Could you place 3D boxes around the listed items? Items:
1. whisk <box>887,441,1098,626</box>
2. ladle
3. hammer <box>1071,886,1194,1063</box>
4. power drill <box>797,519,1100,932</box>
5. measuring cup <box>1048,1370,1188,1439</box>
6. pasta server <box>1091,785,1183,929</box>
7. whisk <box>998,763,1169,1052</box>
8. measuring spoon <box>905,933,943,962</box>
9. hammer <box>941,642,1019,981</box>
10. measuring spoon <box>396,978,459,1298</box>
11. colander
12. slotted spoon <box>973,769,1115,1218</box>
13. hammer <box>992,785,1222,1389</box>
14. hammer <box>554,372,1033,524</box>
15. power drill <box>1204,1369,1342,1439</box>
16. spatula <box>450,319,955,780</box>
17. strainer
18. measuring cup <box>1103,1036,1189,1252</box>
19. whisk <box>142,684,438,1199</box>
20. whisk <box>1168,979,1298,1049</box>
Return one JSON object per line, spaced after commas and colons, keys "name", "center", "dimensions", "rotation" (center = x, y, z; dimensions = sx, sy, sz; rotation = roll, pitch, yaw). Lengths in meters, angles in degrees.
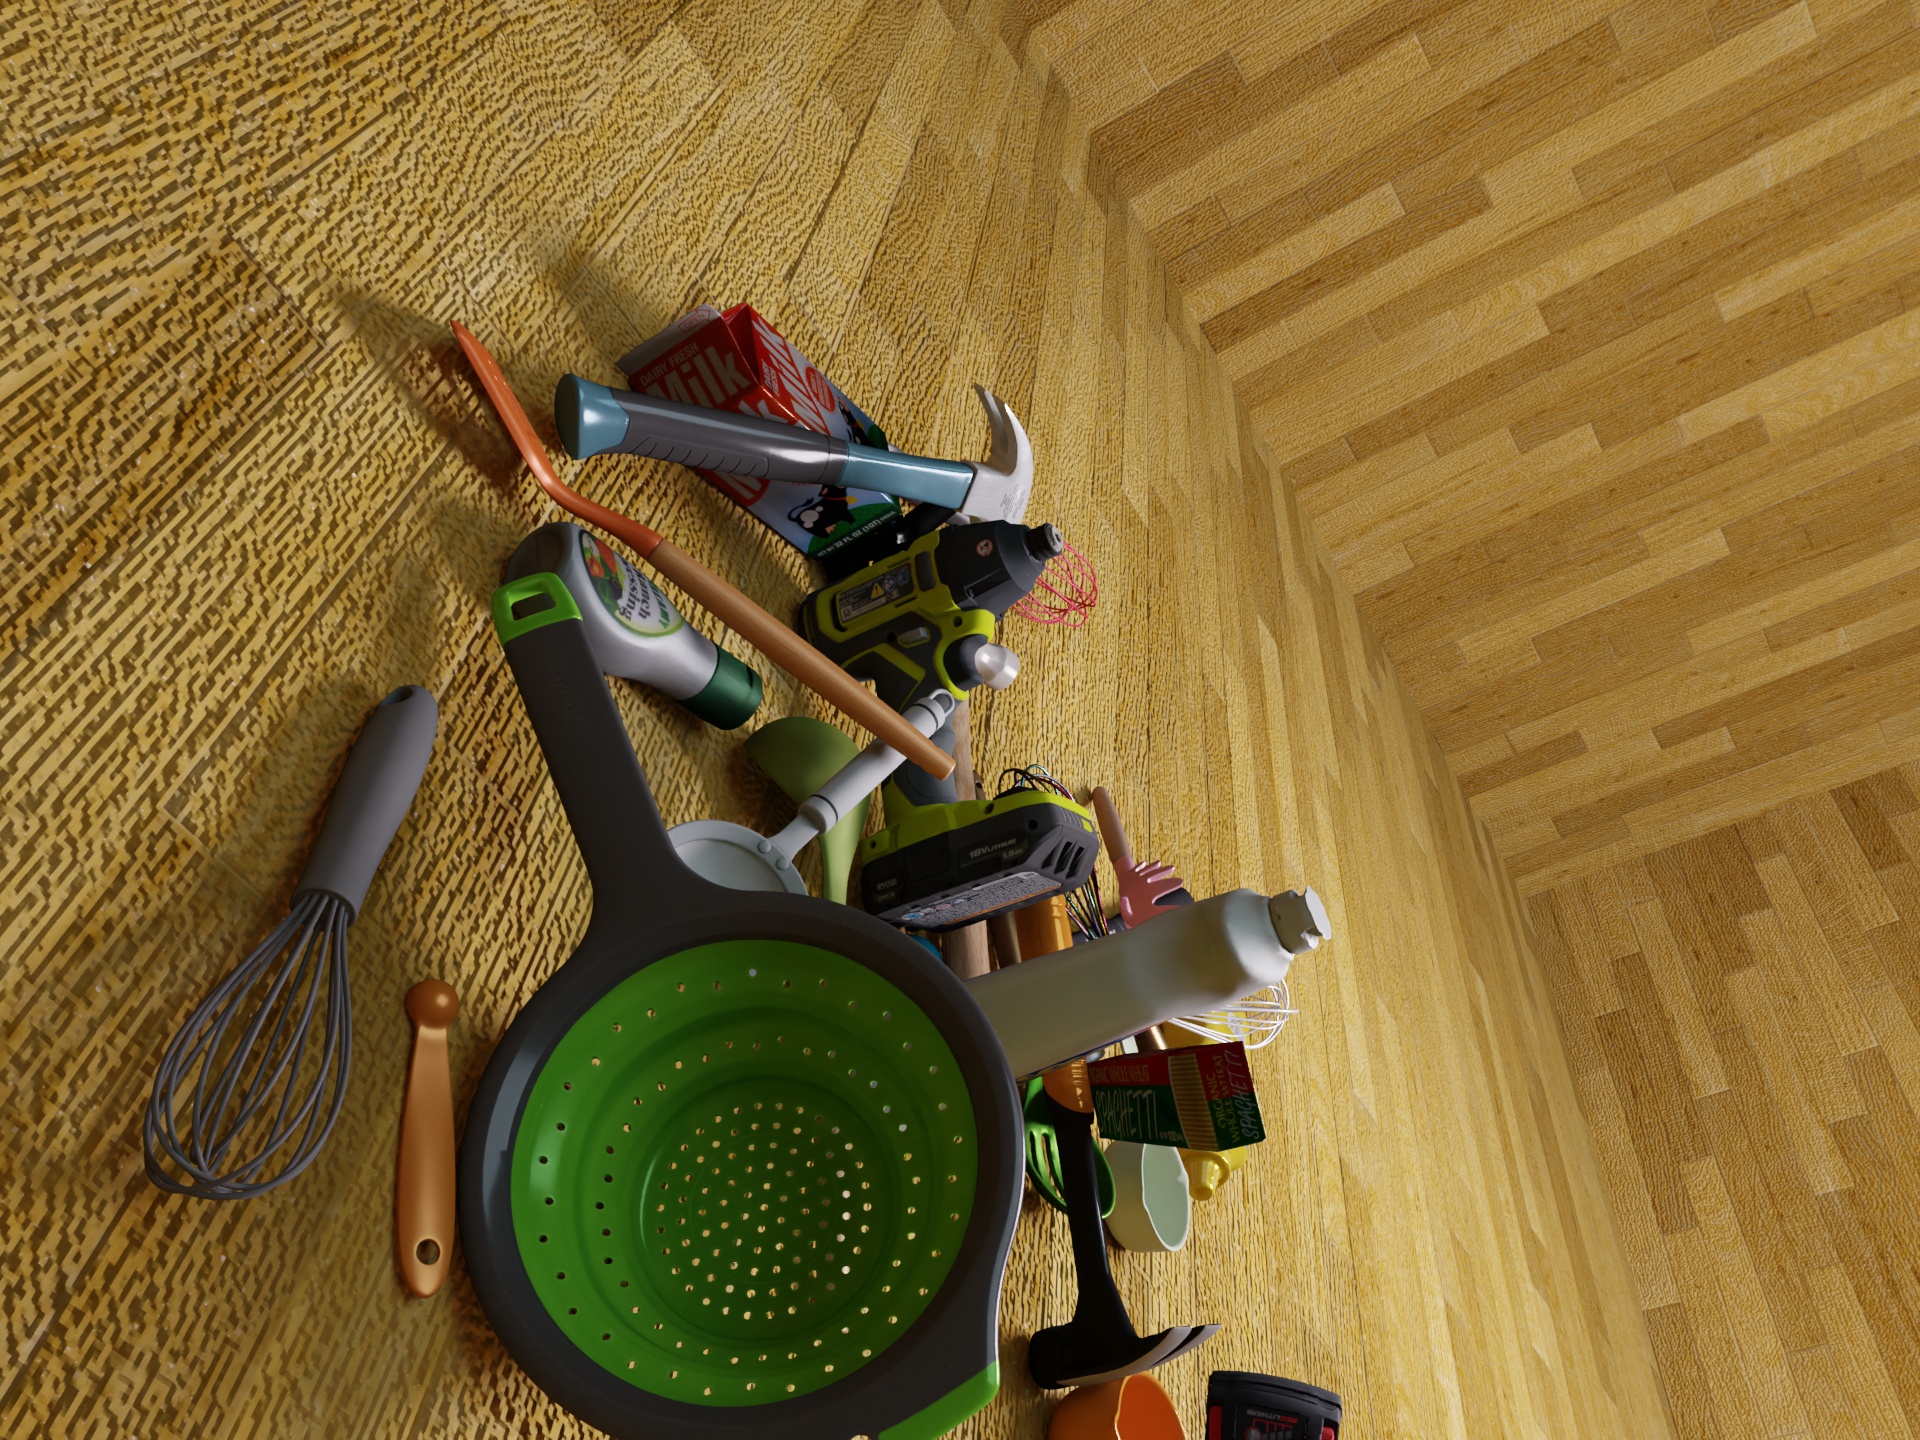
{"name": "whisk", "center": [0.020, -0.149, 1.270], "dimensions": [0.295, 0.073, 0.073], "rotation": [30, 41, -45]}
{"name": "ladle", "center": [-0.075, 0.140, 0.799], "dimensions": [0.078, 0.062, 0.320], "rotation": [36, 43, -49]}
{"name": "hammer", "center": [0.117, 0.156, 1.197], "dimensions": [0.334, 0.035, 0.146], "rotation": [-3, 70, -66]}
{"name": "power drill", "center": [-0.001, -0.003, 0.927], "dimensions": [0.080, 0.171, 0.223], "rotation": [26, 47, -56]}
{"name": "measuring cup", "center": [0.083, 0.430, 0.825], "dimensions": [0.095, 0.052, 0.174], "rotation": [48, 30, -36]}
{"name": "pasta server", "center": [0.124, 0.097, 1.164], "dimensions": [0.316, 0.040, 0.060], "rotation": [-93, 176, -76]}
{"name": "whisk", "center": [0.084, 0.130, 1.050], "dimensions": [0.244, 0.047, 0.051], "rotation": [64, 24, -22]}
{"name": "measuring spoon", "center": [-0.028, 0.133, 0.871], "dimensions": [0.128, 0.021, 0.042], "rotation": [50, 23, -76]}
{"name": "hammer", "center": [-0.004, 0.058, 1.020], "dimensions": [0.129, 0.031, 0.332], "rotation": [32, 41, -38]}
{"name": "measuring spoon", "center": [-0.187, 0.144, 0.563], "dimensions": [0.021, 0.011, 0.117], "rotation": [17, 48, -36]}
{"name": "colander", "center": [-0.113, 0.112, 0.648], "dimensions": [0.094, 0.204, 0.397], "rotation": [92, -27, -60]}
{"name": "slotted spoon", "center": [0.038, 0.168, 1.020], "dimensions": [0.070, 0.031, 0.314], "rotation": [15, 49, -40]}
{"name": "hammer", "center": [0.061, 0.190, 0.897], "dimensions": [0.034, 0.127, 0.337], "rotation": [10, 58, -33]}
{"name": "hammer", "center": [-0.084, -0.150, 0.923], "dimensions": [0.330, 0.128, 0.033], "rotation": [3, 29, -43]}
{"name": "power drill", "center": [0.159, 0.470, 0.861], "dimensions": [0.220, 0.078, 0.143], "rotation": [-55, 148, -63]}
{"name": "spatula", "center": [-0.126, -0.077, 0.788], "dimensions": [0.322, 0.041, 0.081], "rotation": [38, 0, -10]}
{"name": "strainer", "center": [-0.075, 0.053, 0.785], "dimensions": [0.087, 0.050, 0.258], "rotation": [44, 48, 3]}
{"name": "measuring cup", "center": [0.107, 0.263, 1.040], "dimensions": [0.083, 0.038, 0.168], "rotation": [8, 66, -62]}
{"name": "whisk", "center": [-0.217, 0.063, 0.547], "dimensions": [0.055, 0.055, 0.239], "rotation": [50, 23, -32]}
{"name": "whisk", "center": [0.124, 0.184, 1.030], "dimensions": [0.246, 0.058, 0.059], "rotation": [7, 90, -33]}
